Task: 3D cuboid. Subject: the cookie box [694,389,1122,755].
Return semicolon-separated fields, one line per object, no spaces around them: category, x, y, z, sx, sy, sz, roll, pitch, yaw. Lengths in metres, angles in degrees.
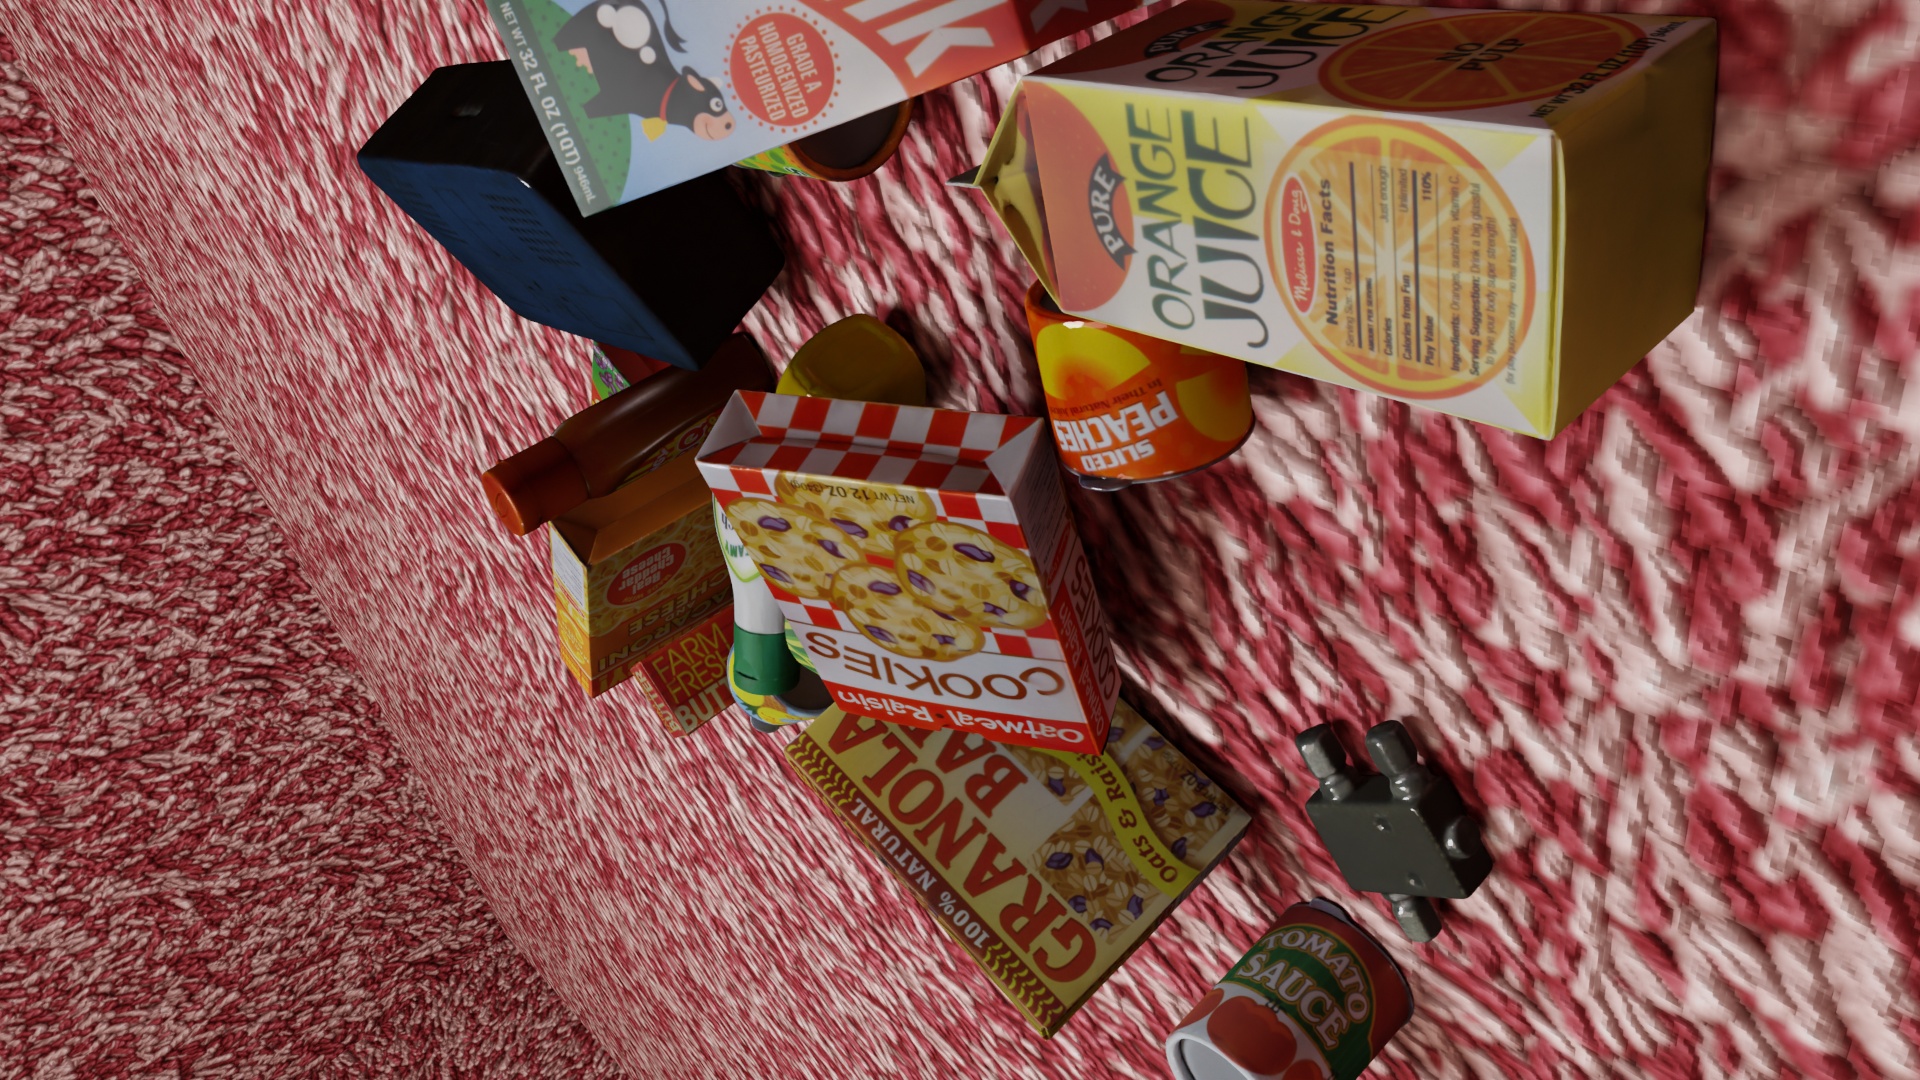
cookie box;-0.013;0.018;0.537;0.123;0.040;0.166;7;144;23

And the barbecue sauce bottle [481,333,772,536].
barbecue sauce bottle;-0.168;-0.054;0.707;0.043;0.149;0.064;56;151;1

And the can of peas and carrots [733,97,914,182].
can of peas and carrots;-0.059;-0.166;0.513;0.059;0.071;0.070;22;137;44

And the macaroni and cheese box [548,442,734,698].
macaroni and cheese box;-0.173;0.014;0.810;0.040;0.124;0.165;50;151;17

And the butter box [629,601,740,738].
butter box;-0.142;0.071;0.843;0.053;0.104;0.024;59;151;-4

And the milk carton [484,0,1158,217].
milk carton;-0.034;-0.166;0.416;0.190;0.074;0.072;-14;110;19

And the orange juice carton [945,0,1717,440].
orange juice carton;0.083;-0.095;0.366;0.193;0.072;0.072;24;138;43

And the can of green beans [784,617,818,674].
can of green beans;-0.048;0.046;0.714;0.058;0.071;0.071;23;137;45

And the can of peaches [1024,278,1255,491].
can of peaches;0.057;-0.058;0.445;0.071;0.071;0.057;20;134;46

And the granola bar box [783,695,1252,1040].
granola bar box;0.023;0.112;0.610;0.166;0.124;0.039;42;164;24

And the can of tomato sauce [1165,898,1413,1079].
can of tomato sauce;0.136;0.203;0.580;0.071;0.083;0.070;37;146;30

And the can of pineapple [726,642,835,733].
can of pineapple;-0.097;0.076;0.816;0.071;0.071;0.057;58;151;-5

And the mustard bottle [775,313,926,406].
mustard bottle;-0.054;-0.036;0.645;0.049;0.065;0.159;41;152;16

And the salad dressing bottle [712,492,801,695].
salad dressing bottle;-0.101;0.009;0.734;0.064;0.044;0.147;16;115;30

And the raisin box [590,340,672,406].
raisin box;-0.183;-0.063;0.834;0.086;0.040;0.122;47;149;13
